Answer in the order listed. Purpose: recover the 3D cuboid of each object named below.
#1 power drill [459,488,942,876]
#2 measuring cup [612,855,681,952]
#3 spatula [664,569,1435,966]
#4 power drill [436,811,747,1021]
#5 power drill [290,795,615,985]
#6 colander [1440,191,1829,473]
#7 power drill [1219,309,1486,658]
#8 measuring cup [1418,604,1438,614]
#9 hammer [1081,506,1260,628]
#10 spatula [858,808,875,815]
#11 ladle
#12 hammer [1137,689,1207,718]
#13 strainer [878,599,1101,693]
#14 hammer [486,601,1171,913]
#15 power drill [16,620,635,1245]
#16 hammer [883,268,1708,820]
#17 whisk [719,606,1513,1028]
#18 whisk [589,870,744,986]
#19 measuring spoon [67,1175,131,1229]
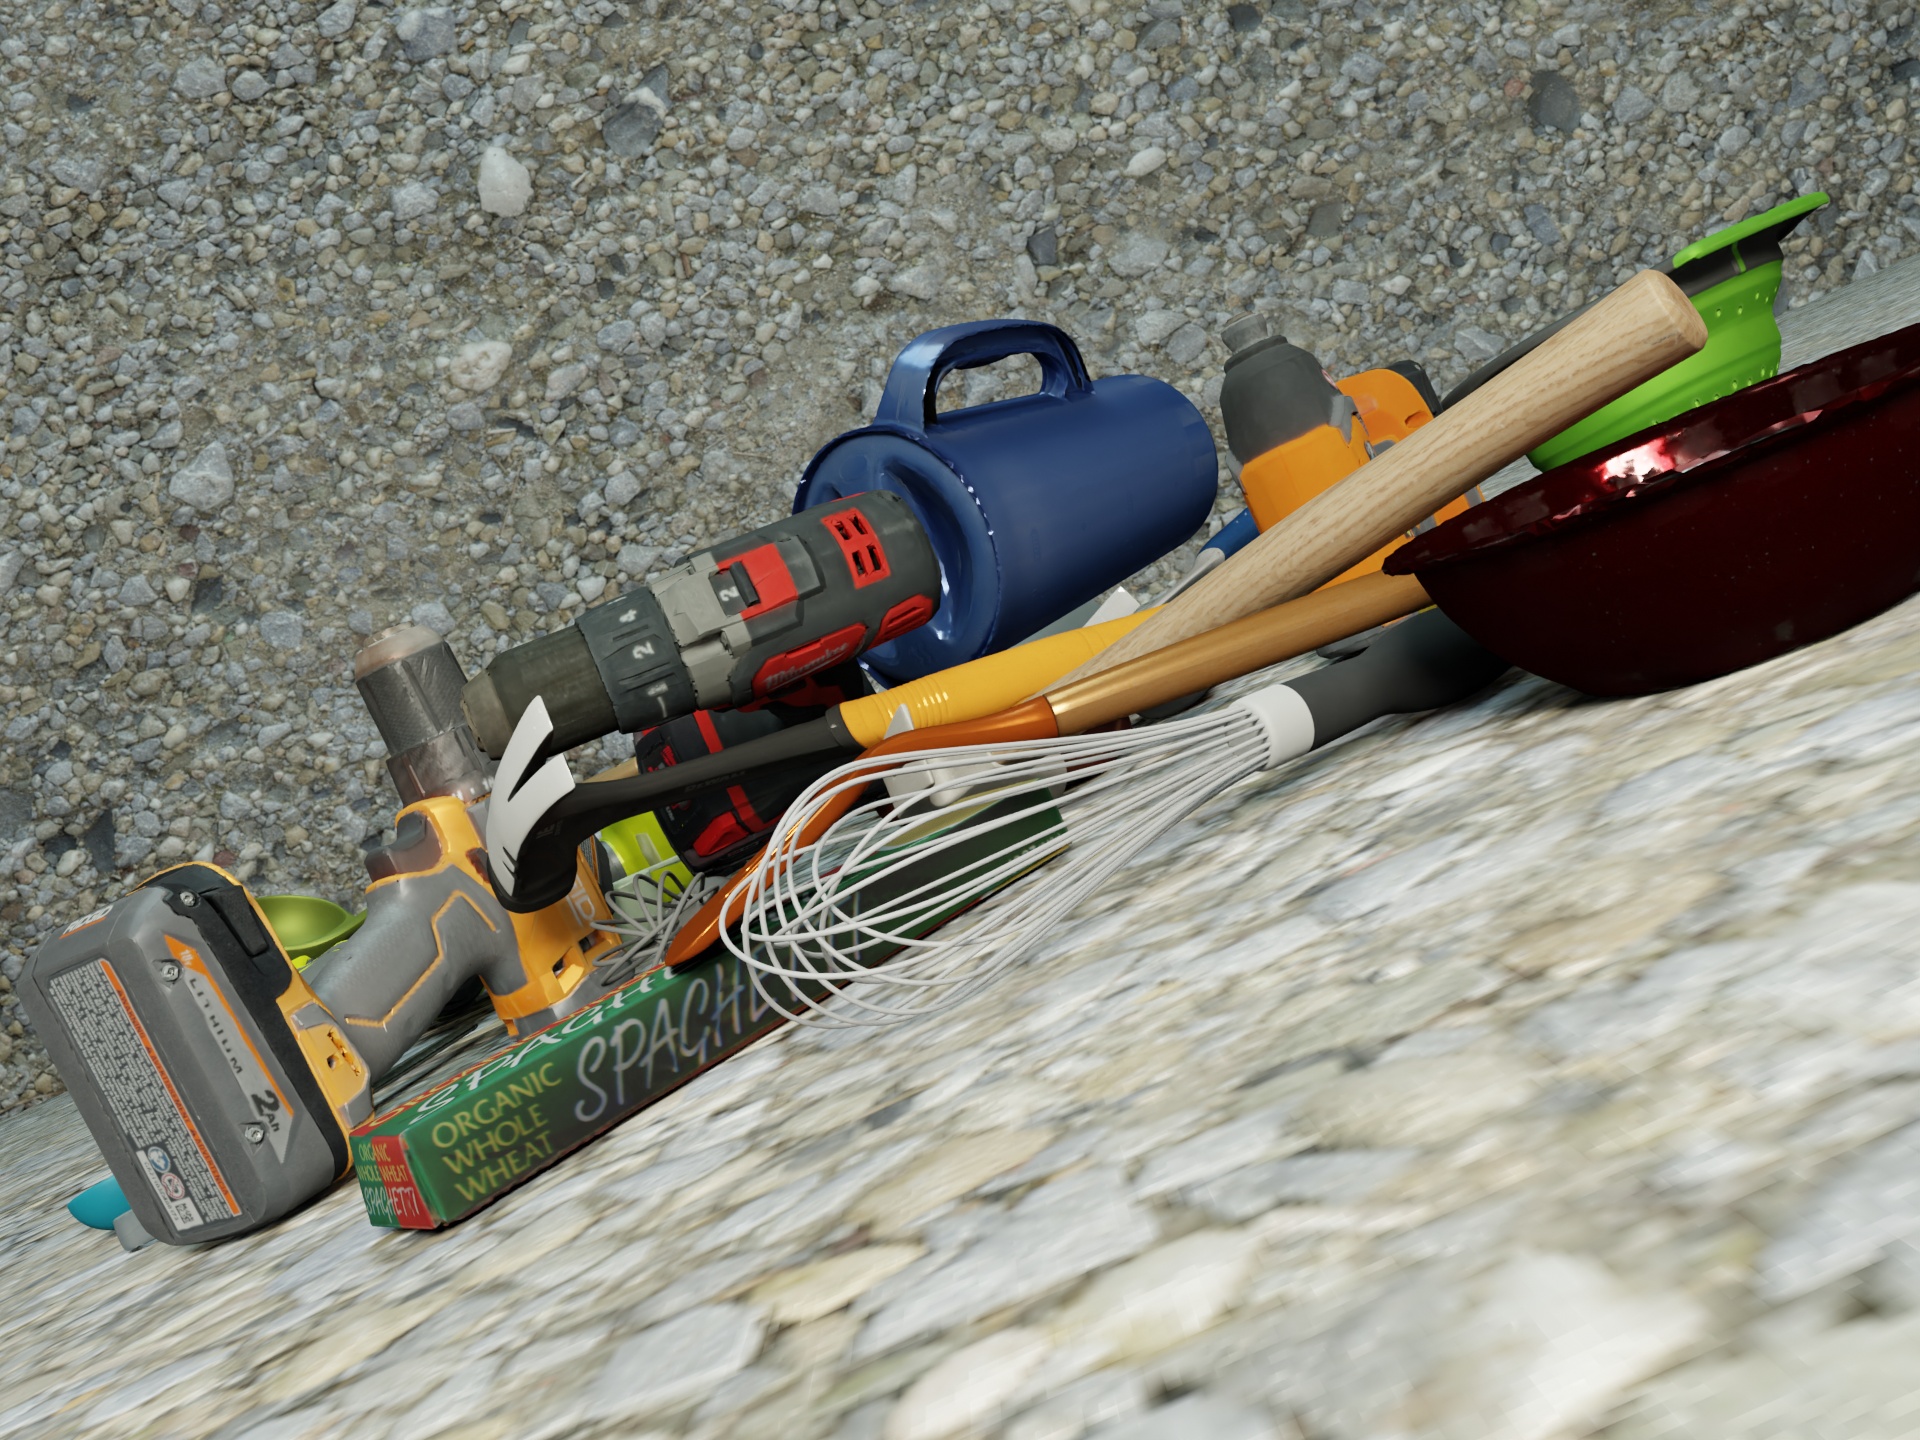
[{"bbox_3d":[-0.107,-0.005,0.686,0.188,0.080,0.226,-23,-16,-14],"label":"power drill"},{"bbox_3d":[-0.175,0.103,0.906,0.083,0.038,0.167,-22,2,35],"label":"measuring cup"},{"bbox_3d":[0.054,-0.001,0.505,0.322,0.041,0.081,-20,2,-9],"label":"spatula"},{"bbox_3d":[-0.254,0.113,0.988,0.228,0.080,0.190,-29,3,-27],"label":"power drill"},{"bbox_3d":[-0.293,0.112,0.807,0.223,0.080,0.171,-33,20,-5],"label":"power drill"},{"bbox_3d":[0.354,-0.166,0.956,0.204,0.094,0.397,-25,-4,-21],"label":"colander"},{"bbox_3d":[0.196,-0.128,0.803,0.084,0.164,0.226,-24,0,28],"label":"power drill"},{"bbox_3d":[0.227,-0.047,0.532,0.156,0.029,0.062,-5,18,43],"label":"measuring cup"},{"bbox_3d":[0.145,-0.090,0.930,0.405,0.035,0.144,-38,-4,-46],"label":"hammer"},{"bbox_3d":[-0.067,0.042,1.020,0.317,0.044,0.082,-18,-32,39],"label":"spatula"},{"bbox_3d":[-0.334,0.085,1.003,0.320,0.062,0.078,-27,9,17],"label":"ladle"},{"bbox_3d":[0.187,-0.065,0.997,0.149,0.036,0.409,-24,3,30],"label":"hammer"},{"bbox_3d":[0.071,-0.073,1.114,0.340,0.095,0.211,-32,1,6],"label":"strainer"},{"bbox_3d":[-0.019,-0.007,0.634,0.337,0.034,0.127,-17,-19,-27],"label":"hammer"},{"bbox_3d":[-0.234,0.067,0.613,0.084,0.185,0.226,-21,7,27],"label":"power drill"},{"bbox_3d":[0.096,-0.044,0.553,0.331,0.031,0.130,-35,-19,34],"label":"hammer"},{"bbox_3d":[0.062,0.012,0.448,0.284,0.070,0.070,-20,1,-29],"label":"whisk"},{"bbox_3d":[-0.112,0.086,0.671,0.055,0.055,0.239,-24,-2,-2],"label":"whisk"},{"bbox_3d":[-0.315,0.183,0.681,0.128,0.021,0.042,-28,-7,-10],"label":"measuring spoon"}]
